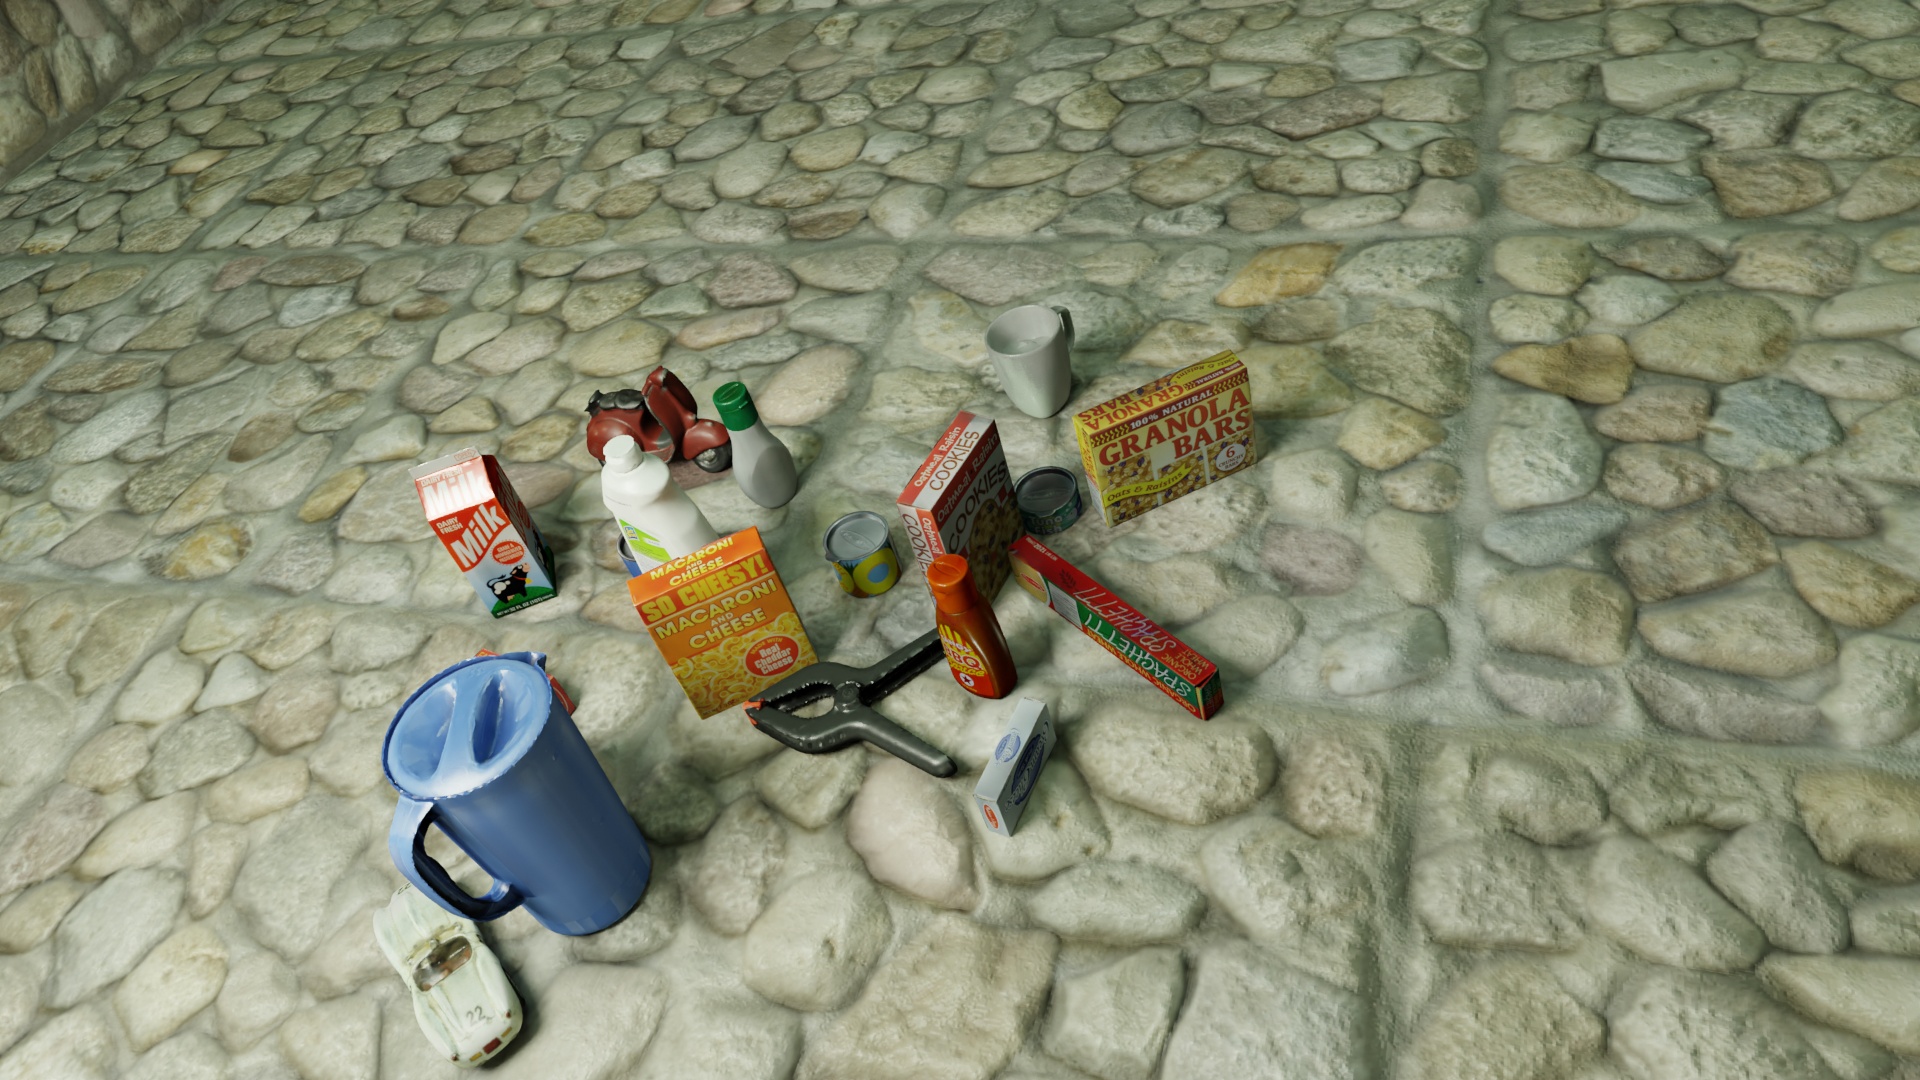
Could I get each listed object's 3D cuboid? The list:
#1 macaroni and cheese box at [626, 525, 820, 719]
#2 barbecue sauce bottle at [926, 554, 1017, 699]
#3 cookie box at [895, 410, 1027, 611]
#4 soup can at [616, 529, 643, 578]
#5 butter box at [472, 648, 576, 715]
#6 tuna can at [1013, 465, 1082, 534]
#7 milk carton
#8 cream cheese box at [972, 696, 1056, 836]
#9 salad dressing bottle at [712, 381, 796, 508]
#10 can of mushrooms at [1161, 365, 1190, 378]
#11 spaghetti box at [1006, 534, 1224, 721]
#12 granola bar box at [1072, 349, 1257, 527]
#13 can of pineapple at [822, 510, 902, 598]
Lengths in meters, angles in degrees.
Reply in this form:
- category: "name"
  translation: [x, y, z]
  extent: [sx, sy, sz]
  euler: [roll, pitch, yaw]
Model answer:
- category: "macaroni and cheese box"
  translation: [-0.211, 0.076, 1.256]
  extent: [0.124, 0.165, 0.040]
  euler: [-24, 44, -6]
- category: "barbecue sauce bottle"
  translation: [0.006, 0.074, 1.201]
  extent: [0.065, 0.147, 0.044]
  euler: [24, 57, 35]
- category: "cookie box"
  translation: [0.005, -0.016, 1.278]
  extent: [0.040, 0.166, 0.123]
  euler: [12, 52, 28]
- category: "soup can"
  translation: [-0.300, 0.023, 1.398]
  extent: [0.071, 0.083, 0.072]
  euler: [-9, 44, 9]
- category: "butter box"
  translation: [-0.425, 0.141, 1.343]
  extent: [0.103, 0.053, 0.024]
  euler: [15, 53, 30]
- category: "tuna can"
  translation: [0.086, -0.038, 1.370]
  extent: [0.071, 0.032, 0.071]
  euler: [-9, 44, 9]
- category: "milk carton"
  translation: [-0.486, -0.016, 1.420]
  extent: [0.072, 0.189, 0.074]
  euler: [-21, 44, -2]
- category: "cream cheese box"
  translation: [0.046, 0.186, 1.145]
  extent: [0.024, 0.053, 0.104]
  euler: [10, 50, 27]
- category: "salad dressing bottle"
  translation: [-0.215, -0.099, 1.446]
  extent: [0.044, 0.147, 0.064]
  euler: [27, 59, 37]
- category: "can of mushrooms"
  translation: [0.238, -0.147, 1.429]
  extent: [0.071, 0.033, 0.071]
  euler: [-9, 44, 9]
- category: "spaghetti box"
  translation: [0.133, 0.073, 1.231]
  extent: [0.029, 0.050, 0.250]
  euler: [-37, 47, -19]
- category: "granola bar box"
  translation: [0.199, -0.096, 1.326]
  extent: [0.166, 0.123, 0.039]
  euler: [-24, 44, -6]
- category: "can of pineapple"
  translation: [-0.097, 0.015, 1.359]
  extent: [0.071, 0.057, 0.071]
  euler: [-9, 44, 9]
